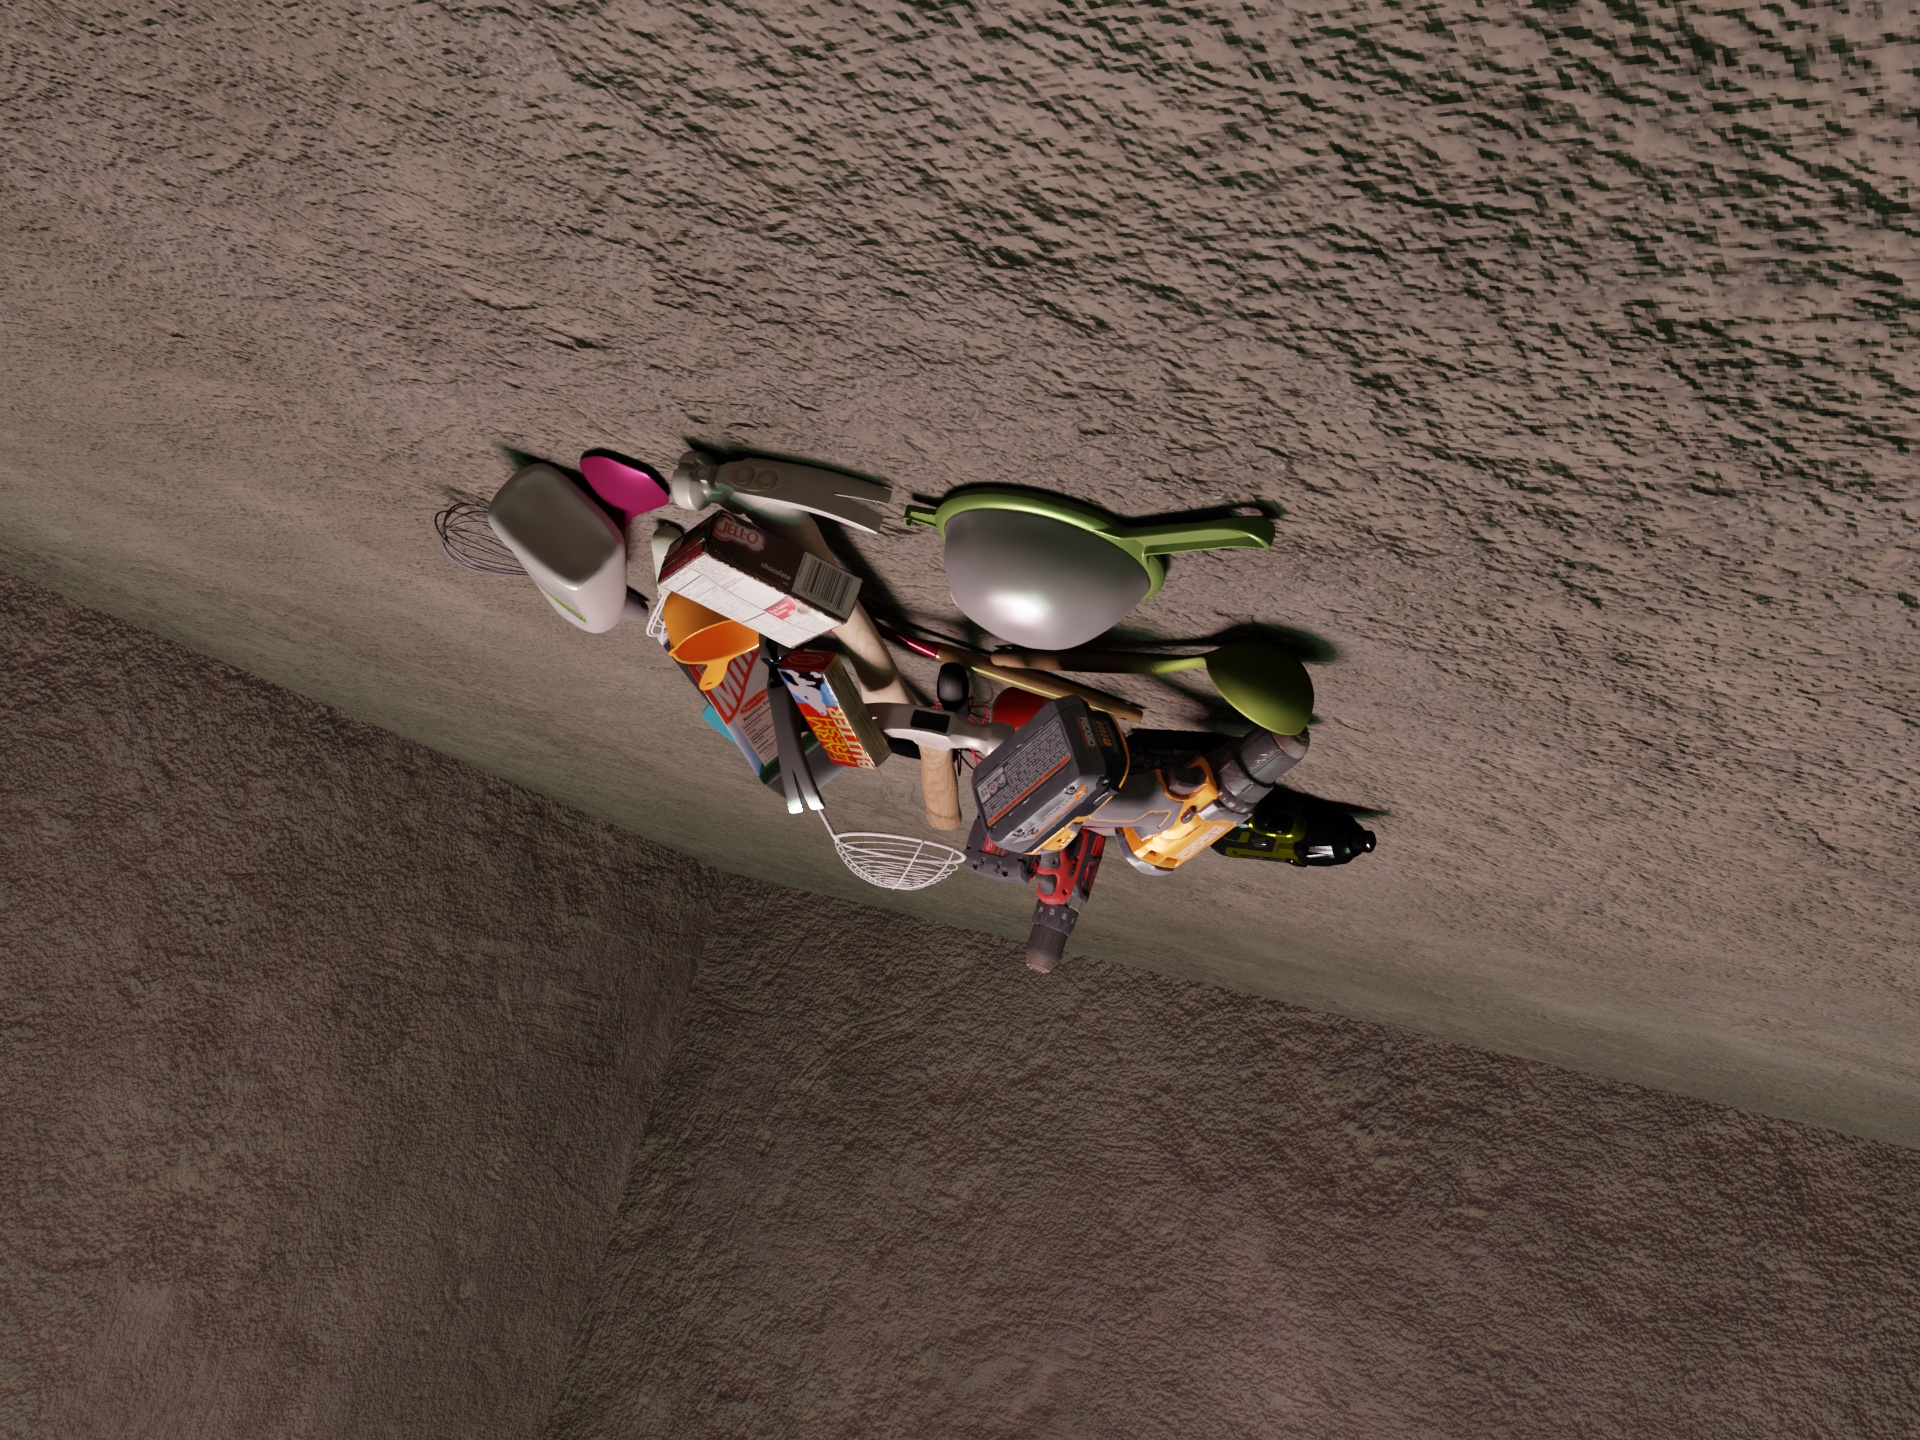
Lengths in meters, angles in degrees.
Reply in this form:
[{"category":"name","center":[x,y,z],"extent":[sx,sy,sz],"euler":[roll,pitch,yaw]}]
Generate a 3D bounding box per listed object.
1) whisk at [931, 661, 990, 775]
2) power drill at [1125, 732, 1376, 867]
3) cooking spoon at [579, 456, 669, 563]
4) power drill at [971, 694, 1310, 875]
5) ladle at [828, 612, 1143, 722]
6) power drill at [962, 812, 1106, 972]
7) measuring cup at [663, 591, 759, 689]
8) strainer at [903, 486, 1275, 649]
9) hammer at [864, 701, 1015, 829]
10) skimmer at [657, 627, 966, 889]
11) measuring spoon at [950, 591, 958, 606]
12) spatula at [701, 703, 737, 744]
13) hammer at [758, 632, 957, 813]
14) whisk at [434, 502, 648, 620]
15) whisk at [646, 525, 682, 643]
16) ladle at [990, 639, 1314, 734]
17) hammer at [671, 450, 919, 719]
[{"category":"whisk","center":[-0.002,-0.004,1.363],"extent":[0.073,0.073,0.295],"euler":[16,169,5]},{"category":"power drill","center":[0.256,0.081,1.444],"extent":[0.223,0.080,0.171],"euler":[23,166,-41]},{"category":"cooking spoon","center":[-0.269,-0.150,1.257],"extent":[0.068,0.017,0.319],"euler":[21,167,-9]},{"category":"power drill","center":[0.145,0.044,1.220],"extent":[0.226,0.084,0.185],"euler":[13,137,-40]},{"category":"ladle","center":[0.005,-0.049,1.315],"extent":[0.315,0.031,0.069],"euler":[17,168,-10]},{"category":"power drill","center":[0.088,0.179,1.840],"extent":[0.080,0.188,0.226],"euler":[11,162,31]},{"category":"measuring cup","center":[-0.209,-0.074,1.336],"extent":[0.095,0.052,0.173],"euler":[-14,167,-19]},{"category":"strainer","center":[0.081,-0.083,0.960],"extent":[0.151,0.069,0.256],"euler":[28,164,-35]},{"category":"hammer","center":[-0.021,0.046,1.393],"extent":[0.130,0.031,0.331],"euler":[14,164,5]},{"category":"skimmer","center":[-0.147,0.028,1.548],"extent":[0.363,0.090,0.127],"euler":[48,166,5]},{"category":"measuring spoon","center":[0.038,-0.087,1.124],"extent":[0.124,0.018,0.034],"euler":[2,161,47]},{"category":"spatula","center":[-0.245,-0.033,1.676],"extent":[0.082,0.044,0.317],"euler":[36,167,6]},{"category":"hammer","center":[-0.078,0.015,1.446],"extent":[0.036,0.149,0.408],"euler":[-9,172,17]},{"category":"whisk","center":[-0.364,-0.133,1.406],"extent":[0.055,0.055,0.238],"euler":[8,169,37]},{"category":"whisk","center":[-0.243,-0.112,1.340],"extent":[0.058,0.059,0.246],"euler":[-18,169,-12]},{"category":"ladle","center":[0.126,-0.030,1.171],"extent":[0.078,0.062,0.320],"euler":[9,178,-38]},{"category":"hammer","center":[-0.077,-0.074,1.197],"extent":[0.146,0.038,0.410],"euler":[12,161,17]}]
